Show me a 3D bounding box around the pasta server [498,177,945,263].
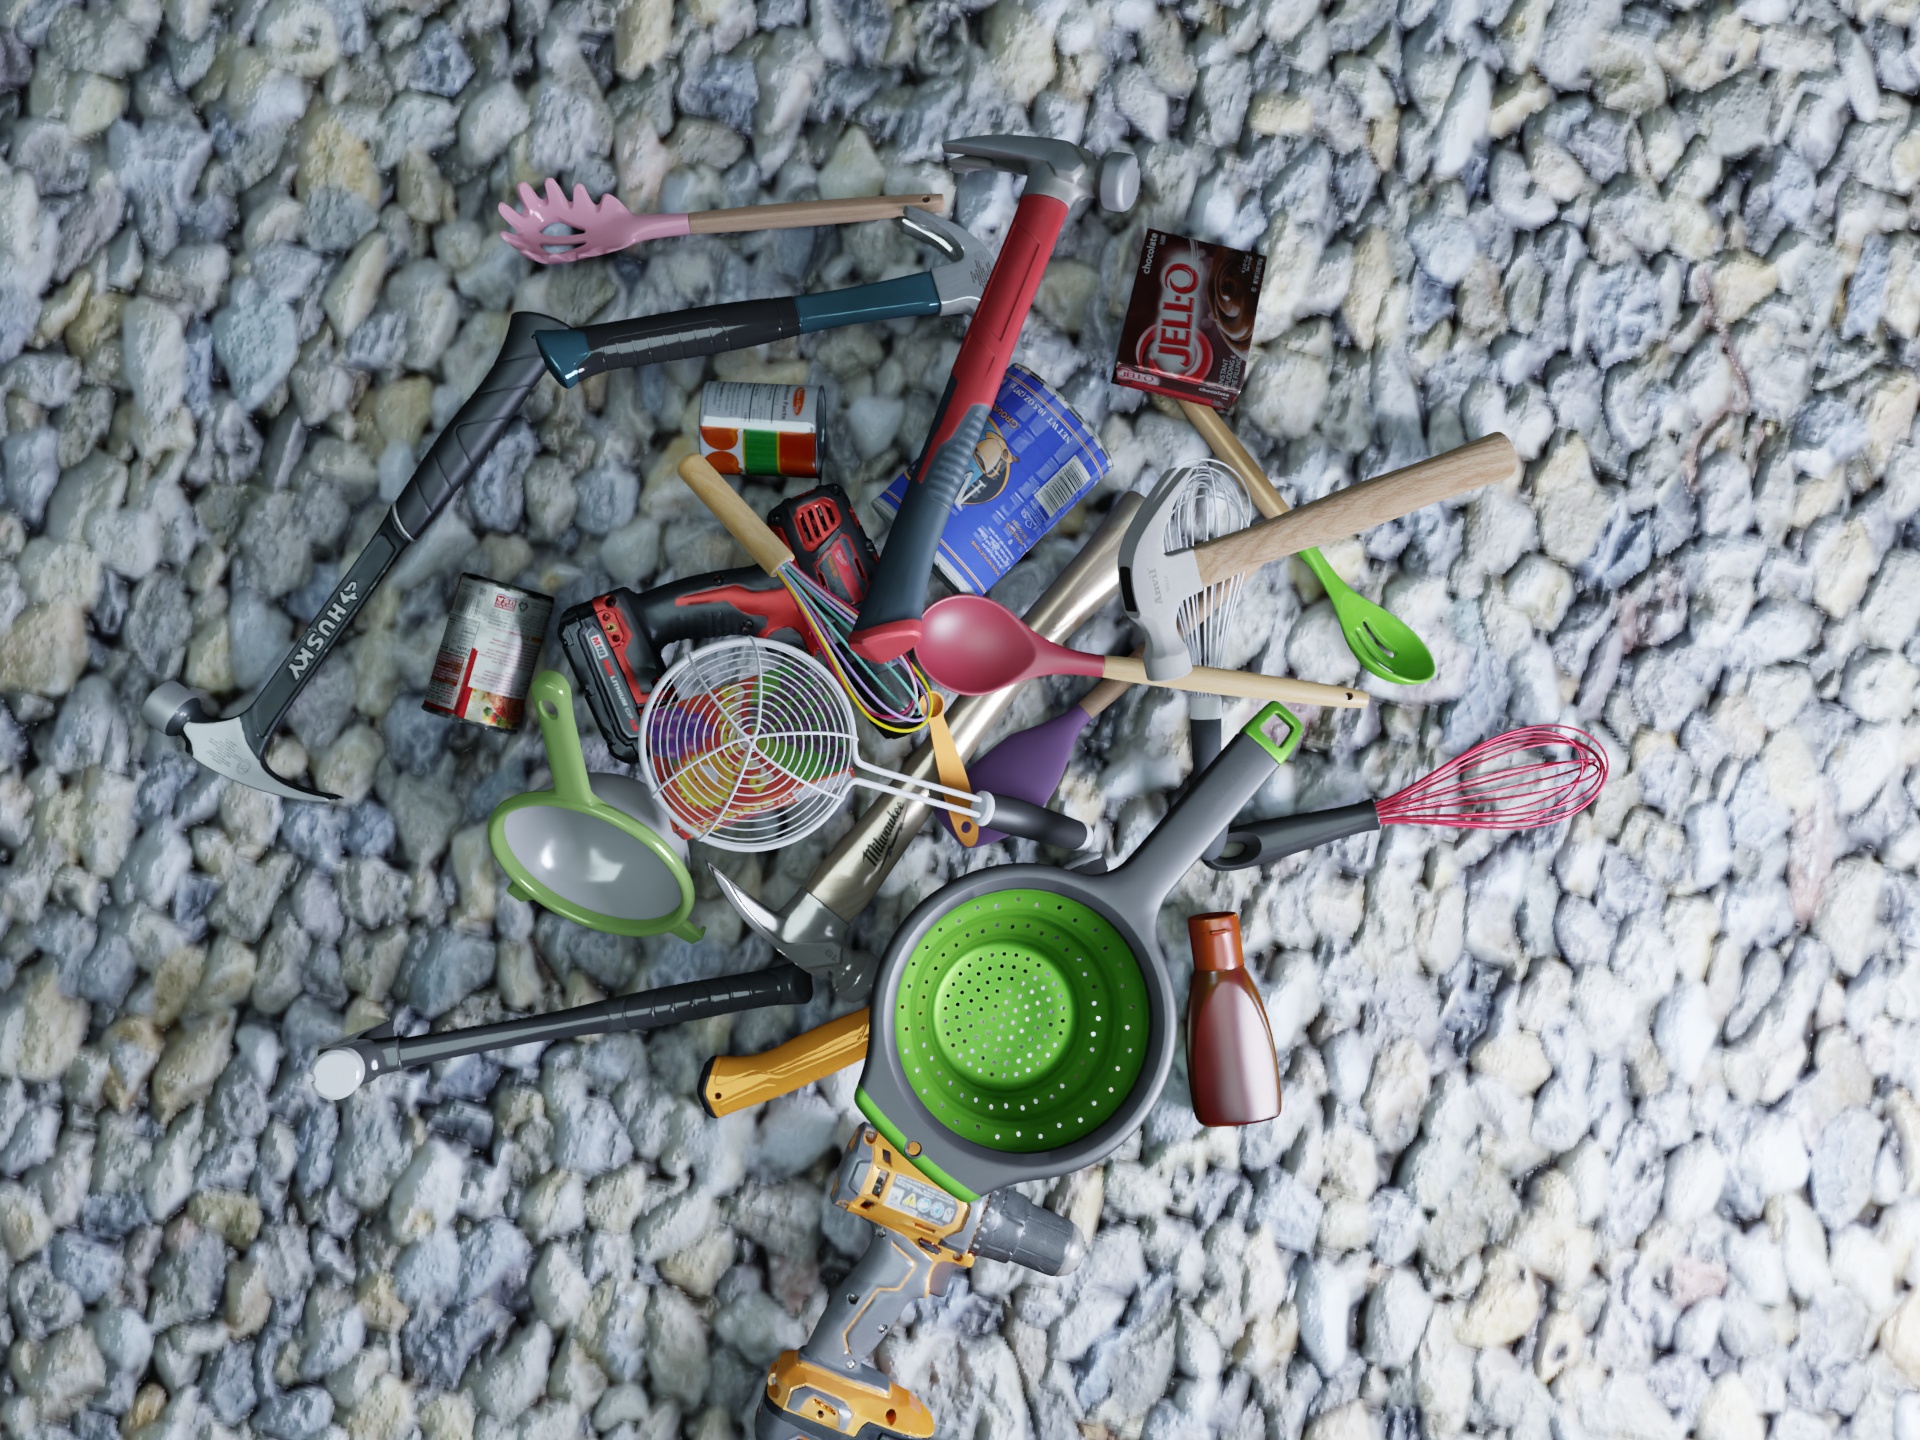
[{"bbox_3d":[-0.169,-0.364,1.145,0.316,0.040,0.060,-5,79,-2],"label":"pasta server"}]

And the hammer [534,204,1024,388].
[{"bbox_3d":[-0.128,-0.281,1.114,0.331,0.033,0.128,-13,79,-11],"label":"hammer"}]

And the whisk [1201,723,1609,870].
[{"bbox_3d":[0.317,0.063,1.143,0.296,0.073,0.073,-14,90,6],"label":"whisk"}]

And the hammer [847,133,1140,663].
[{"bbox_3d":[-0.007,-0.222,1.063,0.143,0.038,0.386,15,76,22],"label":"hammer"}]

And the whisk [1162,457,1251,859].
[{"bbox_3d":[0.171,-0.041,1.123,0.070,0.070,0.284,-2,96,-1],"label":"whisk"}]

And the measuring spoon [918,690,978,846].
[{"bbox_3d":[-0.009,0.034,1.099,0.021,0.011,0.117,-23,108,-23],"label":"measuring spoon"}]

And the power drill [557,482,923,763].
[{"bbox_3d":[-0.148,-0.044,1.128,0.226,0.080,0.188,-24,97,-5],"label":"power drill"}]

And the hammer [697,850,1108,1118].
[{"bbox_3d":[-0.028,0.216,1.149,0.337,0.034,0.127,-23,89,0],"label":"hammer"}]

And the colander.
[{"bbox_3d":[0.091,0.142,1.093,0.204,0.094,0.397,43,79,0],"label":"colander"}]

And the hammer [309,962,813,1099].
[{"bbox_3d":[-0.269,0.211,1.116,0.334,0.146,0.035,-8,87,-12],"label":"hammer"}]

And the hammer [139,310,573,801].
[{"bbox_3d":[-0.408,-0.124,1.144,0.149,0.036,0.409,36,89,-2],"label":"hammer"}]

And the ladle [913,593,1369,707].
[{"bbox_3d":[0.123,-0.035,1.086,0.315,0.031,0.069,8,86,-2],"label":"ladle"}]

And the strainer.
[{"bbox_3d":[-0.247,0.045,1.074,0.151,0.256,0.069,12,48,10],"label":"strainer"}]

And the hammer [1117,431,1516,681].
[{"bbox_3d":[0.251,-0.141,1.096,0.331,0.031,0.130,-21,105,-21],"label":"hammer"}]

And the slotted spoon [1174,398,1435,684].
[{"bbox_3d":[0.232,-0.148,1.150,0.314,0.031,0.070,53,45,4],"label":"slotted spoon"}]

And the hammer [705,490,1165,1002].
[{"bbox_3d":[-0.002,-0.004,1.119,0.146,0.038,0.410,41,83,-21],"label":"hammer"}]

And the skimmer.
[{"bbox_3d":[-0.044,0.042,1.040,0.090,0.363,0.127,7,82,39],"label":"skimmer"}]

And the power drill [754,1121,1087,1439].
[{"bbox_3d":[-0.029,0.421,1.129,0.185,0.084,0.226,22,85,-2],"label":"power drill"}]

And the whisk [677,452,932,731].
[{"bbox_3d":[-0.107,-0.086,1.064,0.047,0.051,0.245,-42,83,-3],"label":"whisk"}]

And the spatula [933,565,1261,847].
[{"bbox_3d":[0.111,-0.022,1.156,0.316,0.018,0.060,-42,73,-1],"label":"spatula"}]
